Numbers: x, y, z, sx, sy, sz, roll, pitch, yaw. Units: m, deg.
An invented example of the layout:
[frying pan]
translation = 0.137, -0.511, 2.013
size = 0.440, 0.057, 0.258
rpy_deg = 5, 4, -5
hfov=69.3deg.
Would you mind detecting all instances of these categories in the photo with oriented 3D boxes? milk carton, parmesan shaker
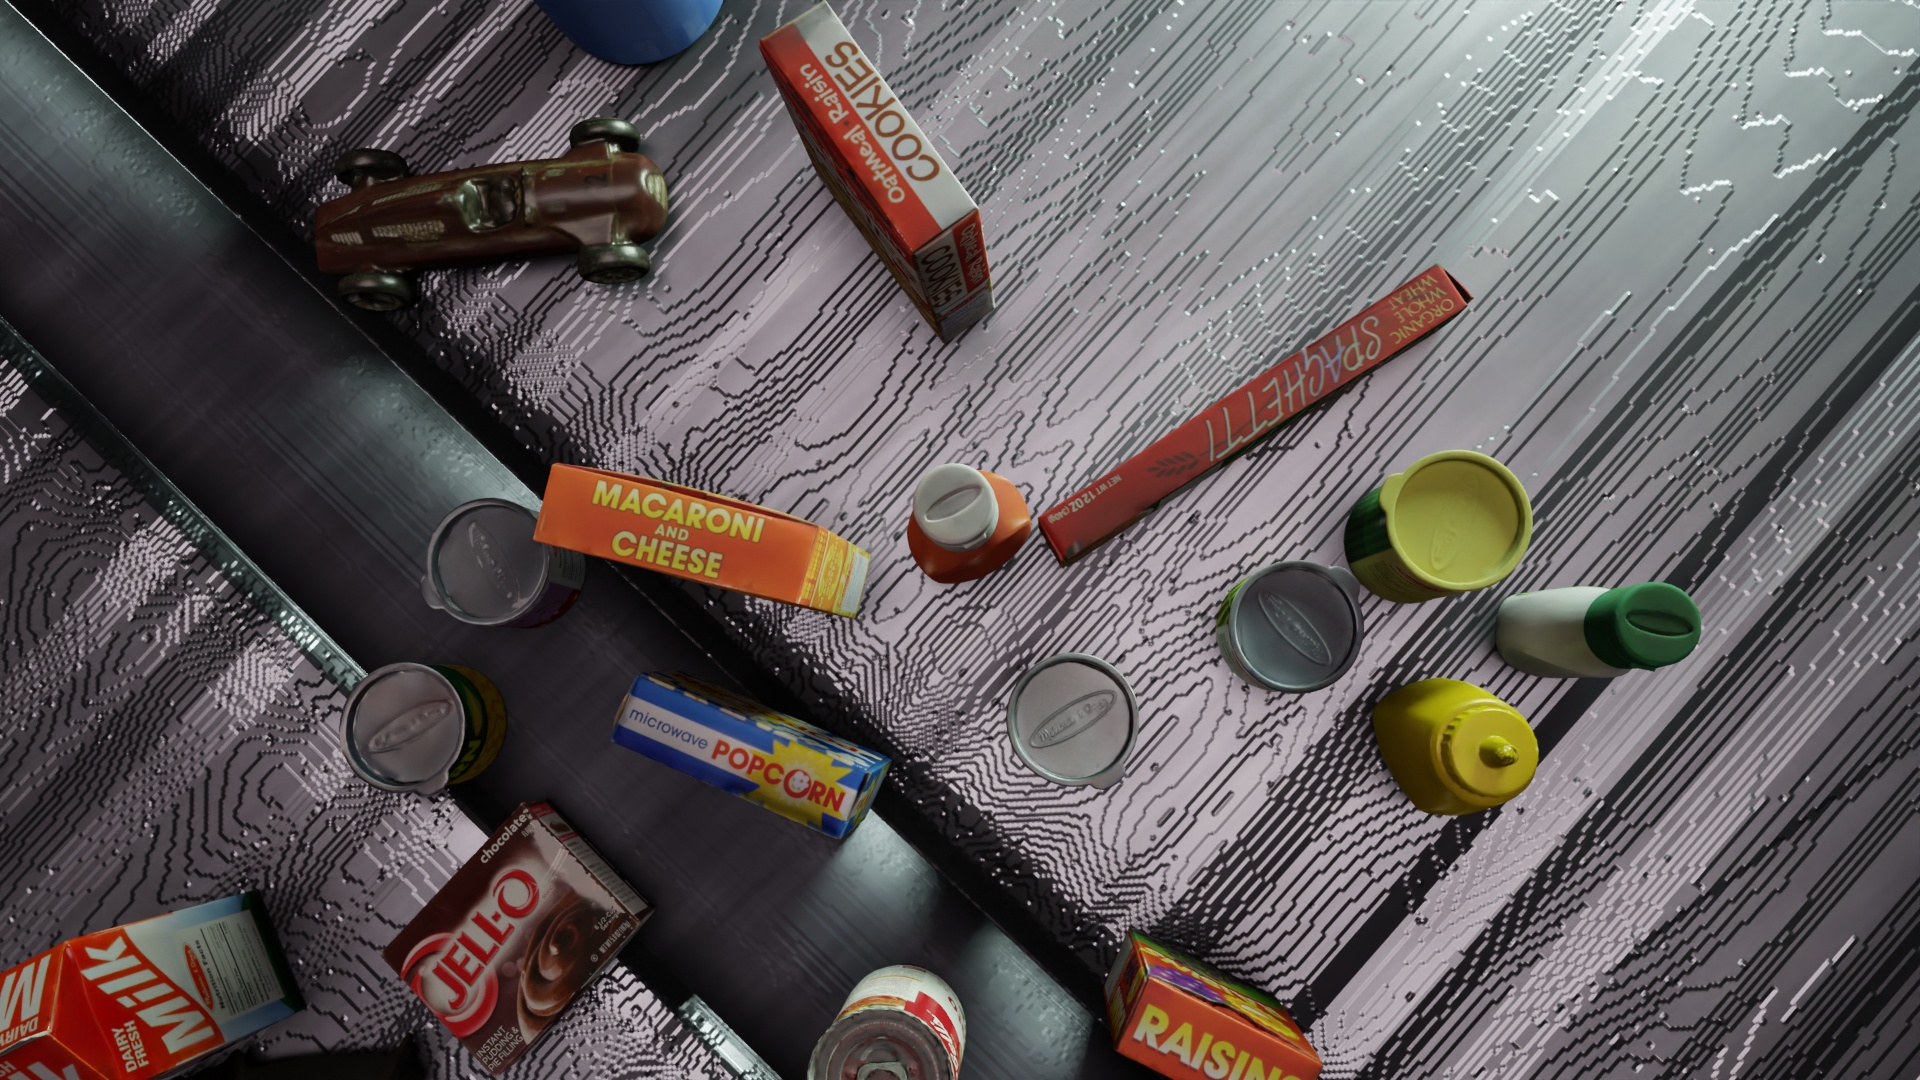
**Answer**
[milk carton]
translation = -0.407, 0.228, 0.662
size = 0.072, 0.190, 0.073
rpy_deg = -26, 83, 1
[parmesan shaker]
translation = 0.231, -0.006, 0.691
size = 0.071, 0.103, 0.071
rpy_deg = 0, 84, 4

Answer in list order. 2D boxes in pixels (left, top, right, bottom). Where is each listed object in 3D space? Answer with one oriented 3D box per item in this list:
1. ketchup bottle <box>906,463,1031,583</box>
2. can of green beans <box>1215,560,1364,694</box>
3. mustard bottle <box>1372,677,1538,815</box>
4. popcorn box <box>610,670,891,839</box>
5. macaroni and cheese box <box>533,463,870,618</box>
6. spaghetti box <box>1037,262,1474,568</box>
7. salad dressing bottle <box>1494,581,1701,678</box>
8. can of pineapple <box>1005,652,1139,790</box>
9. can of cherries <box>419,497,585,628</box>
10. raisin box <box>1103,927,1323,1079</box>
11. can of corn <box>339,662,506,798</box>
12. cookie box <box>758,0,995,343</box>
[ketchup bottle]
translation = 0.002, -0.009, 0.683
size = 0.065, 0.148, 0.043
rpy_deg = -30, 83, 0
[can of green beans]
translation = 0.167, 0.045, 0.713
size = 0.071, 0.058, 0.071
rpy_deg = 0, 84, 4
[mustard bottle]
translation = 0.236, 0.098, 0.651
size = 0.049, 0.160, 0.065
rpy_deg = -24, 83, 1
[popcorn box]
translation = -0.104, 0.107, 0.709
size = 0.127, 0.085, 0.038
rpy_deg = 22, 86, 6
[macaroni and cheese box]
translation = -0.118, 0.003, 0.680
size = 0.124, 0.166, 0.040
rpy_deg = 13, 85, 5
[spaghetti box]
translation = 0.151, -0.064, 0.729
size = 0.250, 0.050, 0.029
rpy_deg = -33, 83, 0
[salad dressing bottle]
translation = 0.301, 0.043, 0.659
size = 0.064, 0.147, 0.044
rpy_deg = 12, 85, 5
[can of pineapple]
translation = 0.058, 0.093, 0.714
size = 0.071, 0.058, 0.071
rpy_deg = 0, 84, 4
[can of cherries]
translation = -0.244, 0.014, 0.741
size = 0.071, 0.058, 0.071
rpy_deg = 0, 84, 4
[raisin box]
translation = 0.116, 0.230, 0.663
size = 0.086, 0.123, 0.040
rpy_deg = 26, 87, 6
[can of corn]
translation = -0.281, 0.100, 0.734
size = 0.071, 0.058, 0.071
rpy_deg = 0, 84, 4
[cookie box]
translation = -0.037, -0.175, 0.694
size = 0.040, 0.167, 0.123
rpy_deg = -36, 83, 0
